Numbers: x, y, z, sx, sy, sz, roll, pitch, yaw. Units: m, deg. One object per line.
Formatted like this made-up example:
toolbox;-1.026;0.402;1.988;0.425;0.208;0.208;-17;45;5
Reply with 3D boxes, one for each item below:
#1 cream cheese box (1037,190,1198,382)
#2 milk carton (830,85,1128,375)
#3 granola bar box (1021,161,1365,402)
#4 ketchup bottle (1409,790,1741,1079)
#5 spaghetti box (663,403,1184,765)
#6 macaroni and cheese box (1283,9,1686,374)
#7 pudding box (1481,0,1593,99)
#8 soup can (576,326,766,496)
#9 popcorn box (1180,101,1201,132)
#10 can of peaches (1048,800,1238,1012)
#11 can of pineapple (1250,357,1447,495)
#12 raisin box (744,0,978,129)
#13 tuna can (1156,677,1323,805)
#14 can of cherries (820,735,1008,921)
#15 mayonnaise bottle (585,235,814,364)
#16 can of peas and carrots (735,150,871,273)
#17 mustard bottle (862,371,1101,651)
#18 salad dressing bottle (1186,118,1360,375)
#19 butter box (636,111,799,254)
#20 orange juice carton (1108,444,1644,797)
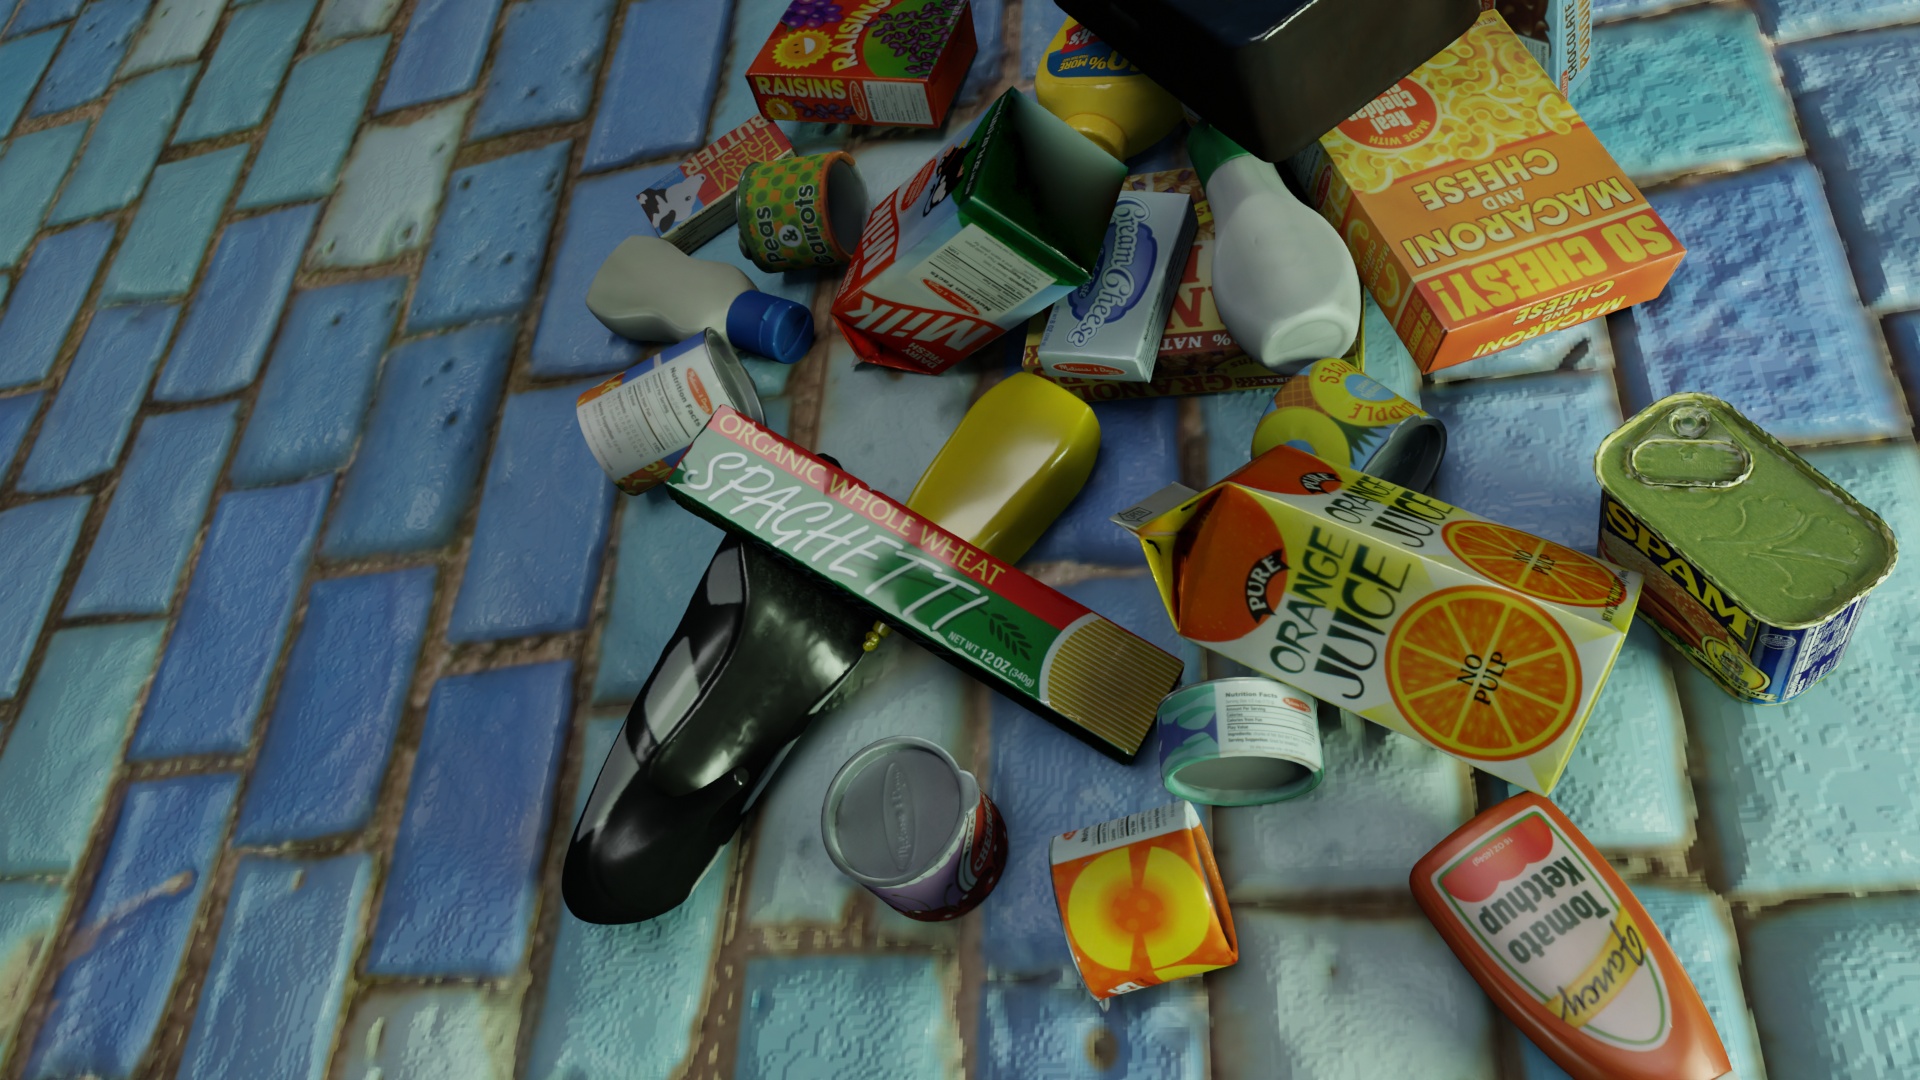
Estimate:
cream cheese box;0.079;-0.127;0.688;0.053;0.024;0.104;8;65;25
milk carton;-0.005;-0.148;0.726;0.190;0.073;0.072;-24;43;56
granola bar box;0.123;-0.135;0.716;0.165;0.039;0.125;-2;60;21
ketchup bottle;0.228;0.163;0.489;0.065;0.043;0.149;-34;54;0
spaghetti box;-0.020;0.018;0.632;0.250;0.028;0.050;29;73;10
macaroni and cheese box;0.238;-0.168;0.659;0.124;0.040;0.167;-18;63;-8
pudding box;0.288;-0.263;0.698;0.030;0.083;0.050;-46;54;-9
soup can;-0.161;-0.072;0.780;0.084;0.071;0.071;-26;54;7
popcorn box;0.178;-0.250;0.735;0.127;0.085;0.038;-37;51;-2
can of peaches;0.074;0.144;0.551;0.058;0.071;0.071;-19;55;11
can of pineapple;0.173;-0.042;0.620;0.071;0.070;0.058;-43;54;-6
raisin box;-0.061;-0.304;0.880;0.123;0.040;0.086;9;57;19
tuna can;0.113;0.085;0.572;0.071;0.071;0.033;-9;59;18
can of cherries;-0.016;0.126;0.603;0.071;0.058;0.072;-11;56;16
mayonnaise bottle;-0.155;-0.140;0.833;0.148;0.041;0.065;21;72;30
can of peas and carrots;-0.092;-0.193;0.822;0.058;0.070;0.071;-3;60;21
mustard bottle;0.002;-0.009;0.682;0.065;0.048;0.160;33;77;30
salad dressing bottle;0.144;-0.147;0.663;0.064;0.044;0.148;-19;55;11
butter box;-0.154;-0.230;0.897;0.103;0.024;0.053;-34;54;0
orange juice carton;0.158;0.018;0.555;0.193;0.072;0.072;24;27;23
